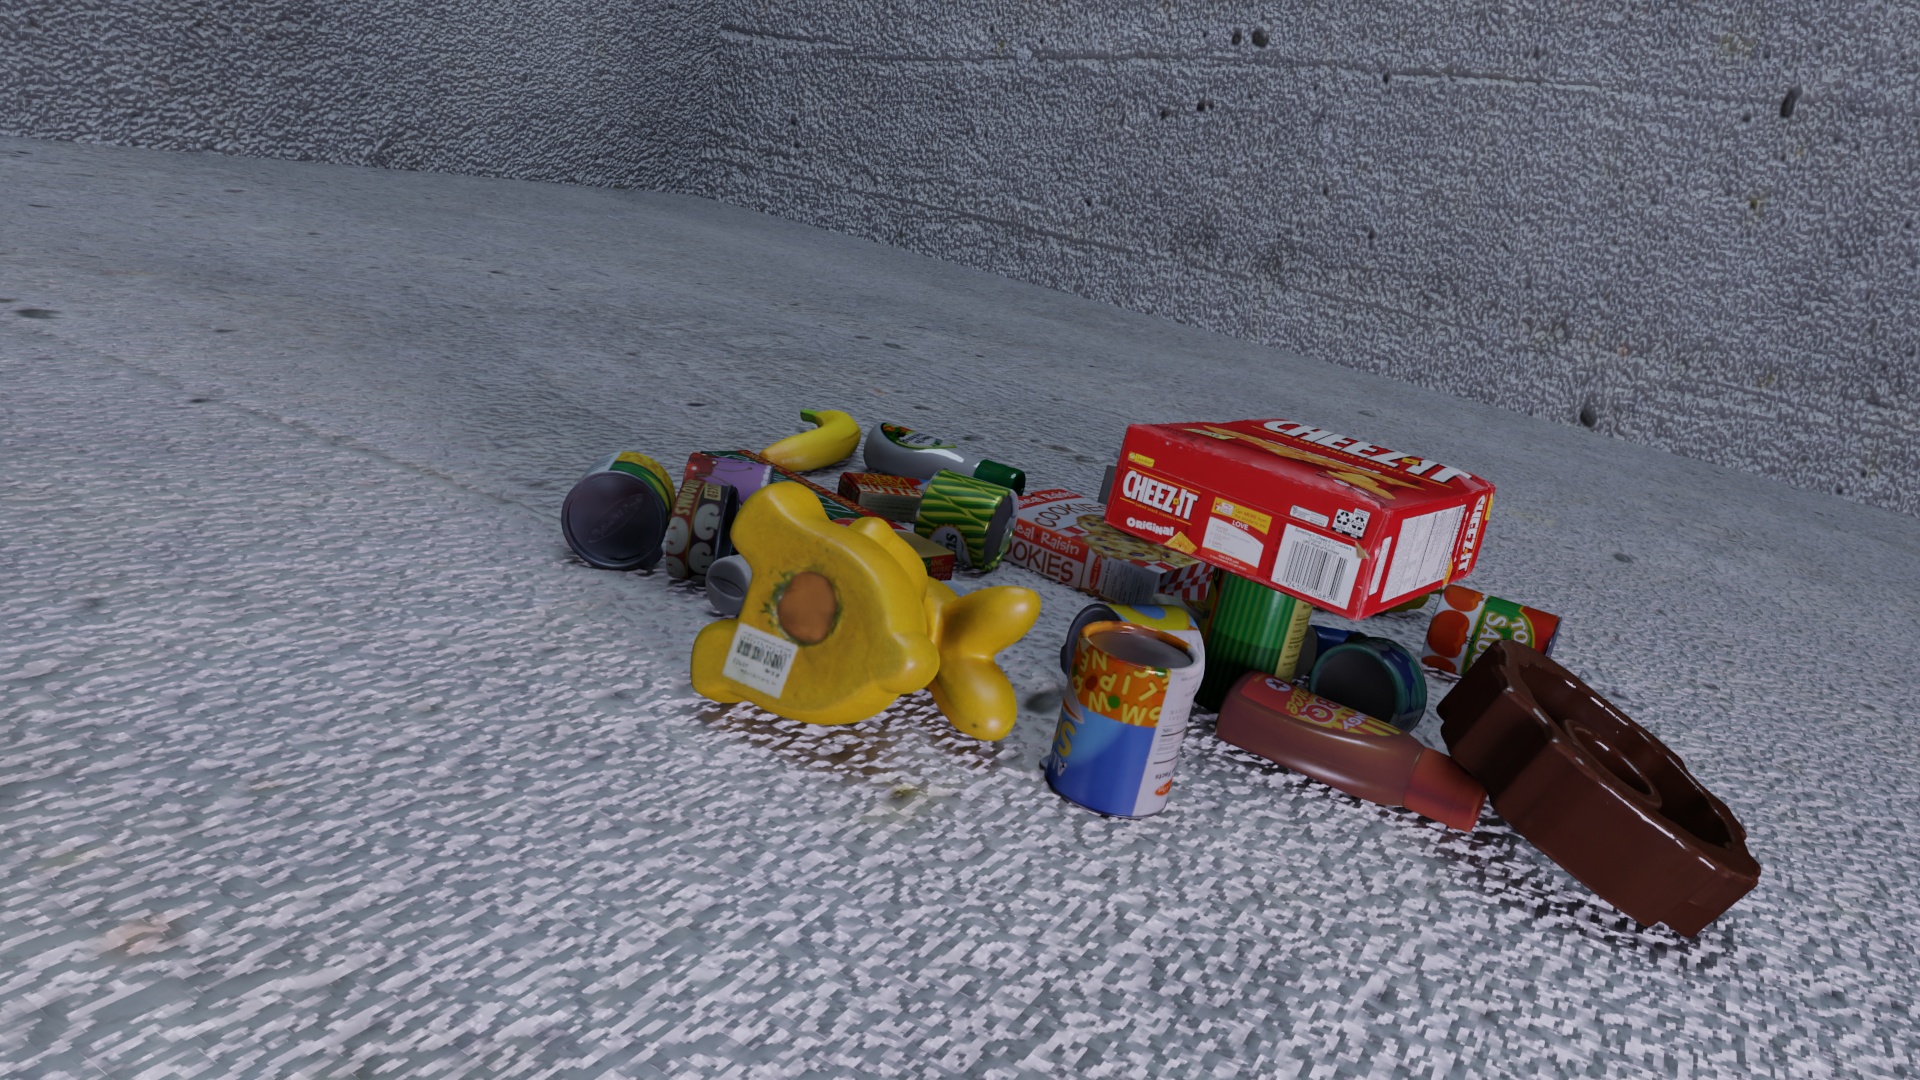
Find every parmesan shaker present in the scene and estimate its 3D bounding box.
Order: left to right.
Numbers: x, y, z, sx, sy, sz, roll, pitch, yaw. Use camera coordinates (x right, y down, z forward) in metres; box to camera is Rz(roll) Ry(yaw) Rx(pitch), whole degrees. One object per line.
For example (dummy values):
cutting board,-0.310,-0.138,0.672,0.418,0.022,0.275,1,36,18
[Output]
parmesan shaker,0.184,0.056,0.879,0.071,0.102,0.071,11,16,-3

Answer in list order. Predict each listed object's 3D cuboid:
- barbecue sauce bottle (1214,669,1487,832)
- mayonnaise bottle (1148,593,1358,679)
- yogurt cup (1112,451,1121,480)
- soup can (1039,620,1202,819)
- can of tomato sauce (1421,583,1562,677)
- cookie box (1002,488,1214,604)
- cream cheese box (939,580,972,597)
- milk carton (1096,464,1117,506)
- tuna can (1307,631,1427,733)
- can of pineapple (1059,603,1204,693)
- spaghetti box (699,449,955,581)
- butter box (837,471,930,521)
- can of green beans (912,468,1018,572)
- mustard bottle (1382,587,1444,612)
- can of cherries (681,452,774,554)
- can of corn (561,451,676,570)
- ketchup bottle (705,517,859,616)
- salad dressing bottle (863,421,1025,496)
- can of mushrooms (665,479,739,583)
barbecue sauce bottle,0.225,0.121,0.798,0.149,0.043,0.065,22,19,28
mayonnaise bottle,0.204,0.069,0.957,0.148,0.041,0.065,9,15,-8
yogurt cup,0.151,-0.034,1.098,0.072,0.053,0.072,12,17,-4
soup can,0.082,0.091,0.725,0.071,0.083,0.071,11,16,-3
can of tomato sauce,0.393,0.075,1.029,0.083,0.071,0.071,19,18,25
cookie box,0.111,0.005,1.104,0.167,0.040,0.123,22,19,32
cream cheese box,-0.033,0.047,0.895,0.104,0.024,0.053,-1,19,-38
milk carton,0.207,-0.018,1.197,0.191,0.072,0.073,9,16,-13
tuna can,0.252,0.092,0.867,0.033,0.071,0.071,-5,23,-44
can of pineapple,0.104,0.070,0.841,0.058,0.070,0.071,2,19,-32
spaghetti box,-0.109,-0.019,1.051,0.250,0.028,0.050,26,20,39
butter box,-0.046,-0.034,1.153,0.104,0.024,0.053,5,19,-23
can of green beans,0.005,-0.015,1.053,0.058,0.071,0.071,19,17,20
mustard bottle,0.340,0.032,1.163,0.160,0.048,0.065,8,19,-14
can of cherries,-0.163,-0.023,0.962,0.058,0.071,0.072,10,16,-6
can of corn,-0.221,-0.019,0.910,0.071,0.071,0.058,10,16,-7
ketchup bottle,-0.104,0.018,0.906,0.065,0.043,0.149,21,19,27
salad dressing bottle,-0.014,-0.066,1.246,0.148,0.043,0.064,19,19,22
can of mushrooms,-0.166,-0.007,0.897,0.033,0.070,0.071,10,16,0
